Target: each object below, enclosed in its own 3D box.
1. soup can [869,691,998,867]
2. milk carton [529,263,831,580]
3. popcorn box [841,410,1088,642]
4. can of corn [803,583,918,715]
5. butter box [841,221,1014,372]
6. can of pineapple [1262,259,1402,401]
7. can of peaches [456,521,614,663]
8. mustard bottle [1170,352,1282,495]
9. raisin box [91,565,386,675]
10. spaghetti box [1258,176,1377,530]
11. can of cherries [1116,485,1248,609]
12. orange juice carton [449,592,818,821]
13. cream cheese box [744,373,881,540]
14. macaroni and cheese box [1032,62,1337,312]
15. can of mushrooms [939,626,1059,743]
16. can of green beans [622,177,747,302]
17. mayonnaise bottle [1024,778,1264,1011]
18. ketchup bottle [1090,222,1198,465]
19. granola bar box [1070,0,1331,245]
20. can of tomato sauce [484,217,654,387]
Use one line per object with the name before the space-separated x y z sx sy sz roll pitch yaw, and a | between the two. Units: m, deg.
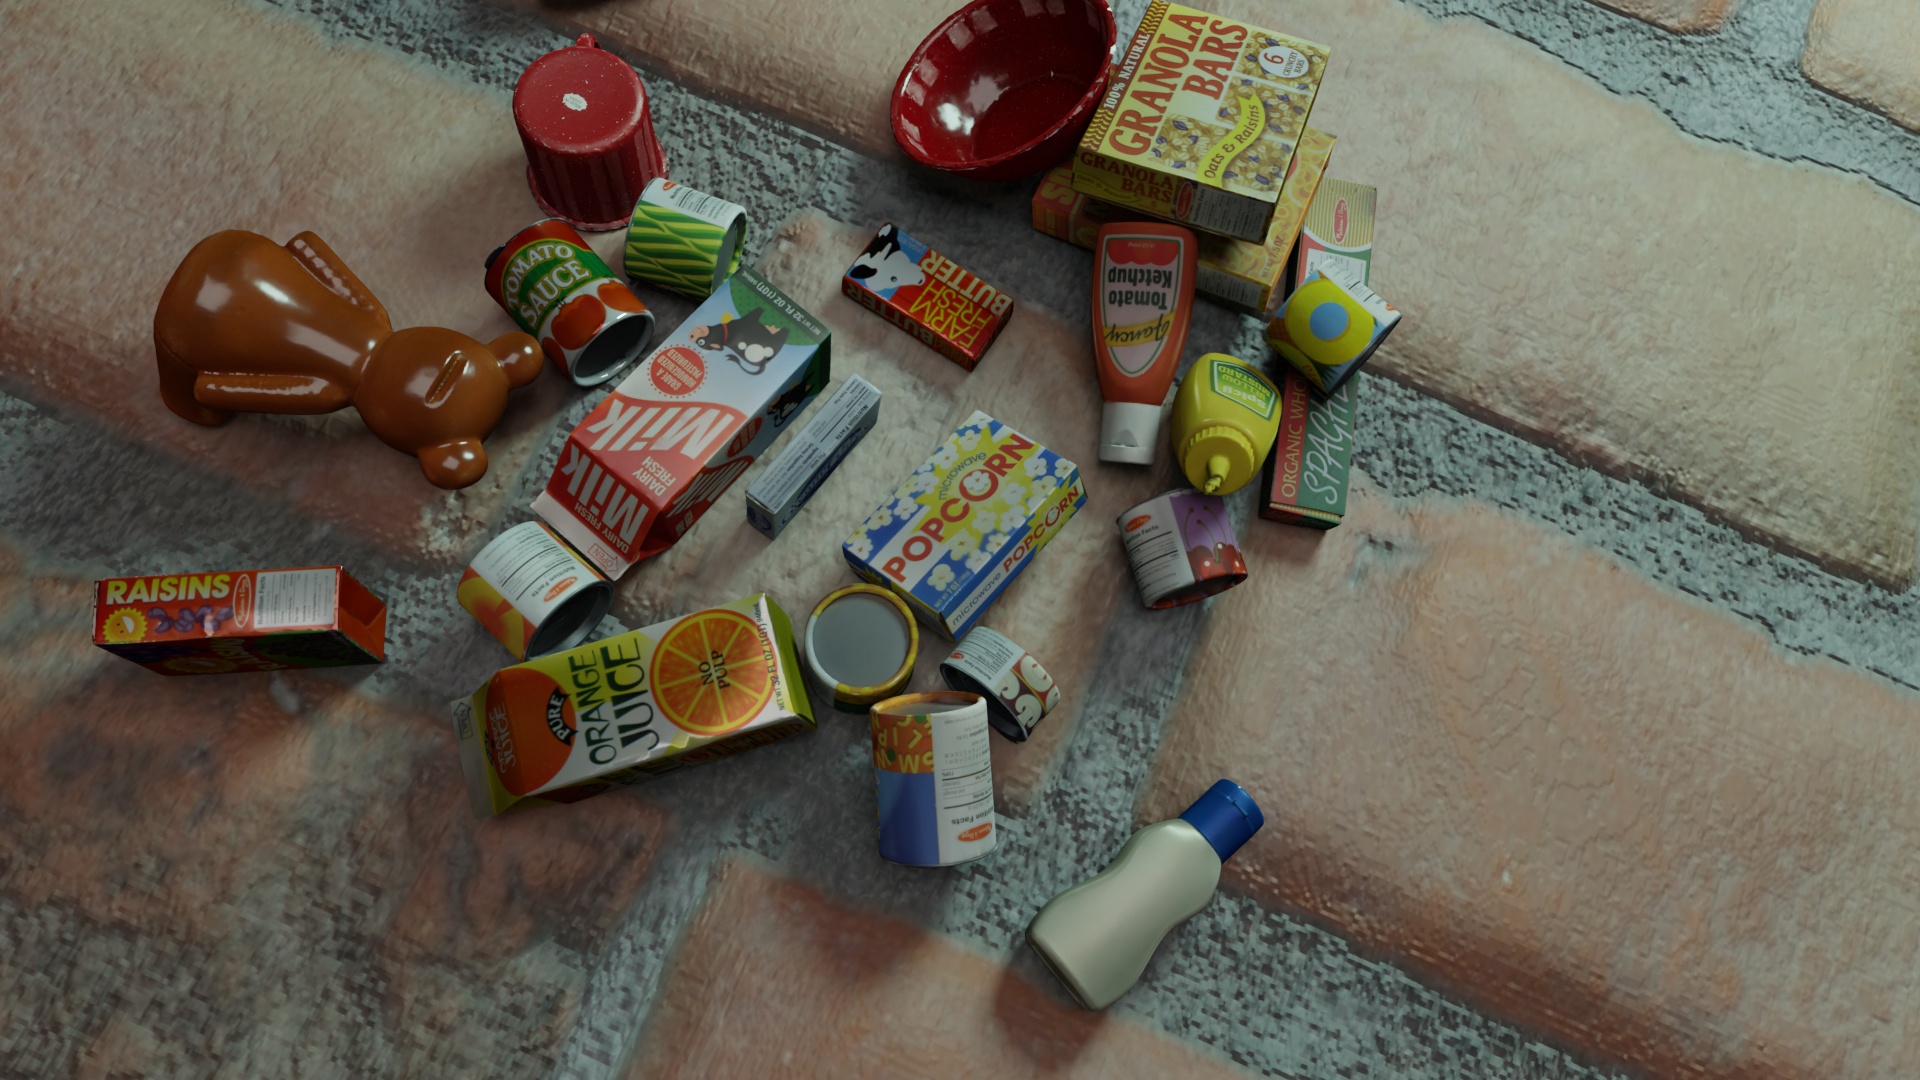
soup can | -0.017 0.131 0.774 0.071 0.071 0.083 -5 94 -7
milk carton | -0.165 -0.067 0.833 0.072 0.073 0.191 40 73 7
popcorn box | 0.003 -0.010 0.834 0.085 0.038 0.127 32 69 33
can of corn | -0.056 0.063 0.809 0.071 0.058 0.071 2 72 -5
butter box | -0.021 -0.159 0.905 0.103 0.024 0.053 33 71 5
can of pineapple | 0.230 -0.132 0.869 0.058 0.070 0.071 43 73 11
can of peaches | -0.244 0.033 0.796 0.058 0.071 0.071 40 72 12
mustard bottle | 0.158 -0.064 0.833 0.065 0.048 0.161 26 29 -1
raisin box | -0.393 0.045 0.766 0.123 0.086 0.040 -3 74 -7
spaghetti box | 0.237 -0.127 0.918 0.050 0.028 0.251 12 71 -1
can of cherries | 0.137 0.005 0.845 0.071 0.071 0.058 -14 74 -10
orange juice carton | -0.184 0.095 0.770 0.193 0.073 0.072 -16 75 -2
cream cheese box | -0.090 -0.051 0.846 0.024 0.053 0.104 38 72 5
macaroni and cheese box | 0.148 -0.237 0.927 0.166 0.040 0.124 22 73 12
can of mushrooms | 0.024 0.085 0.808 0.071 0.070 0.033 40 72 8
can of green beans | -0.173 -0.188 0.877 0.058 0.071 0.071 19 71 0
mayonnaise bottle | 0.109 0.196 0.791 0.148 0.041 0.065 -38 81 -17
ketchup bottle | 0.111 -0.122 0.873 0.065 0.043 0.148 6 94 14
granola bar box | 0.154 -0.267 0.878 0.124 0.038 0.166 19 55 9
can of tomato sauce | -0.240 -0.146 0.854 0.071 0.071 0.083 -41 80 -16
